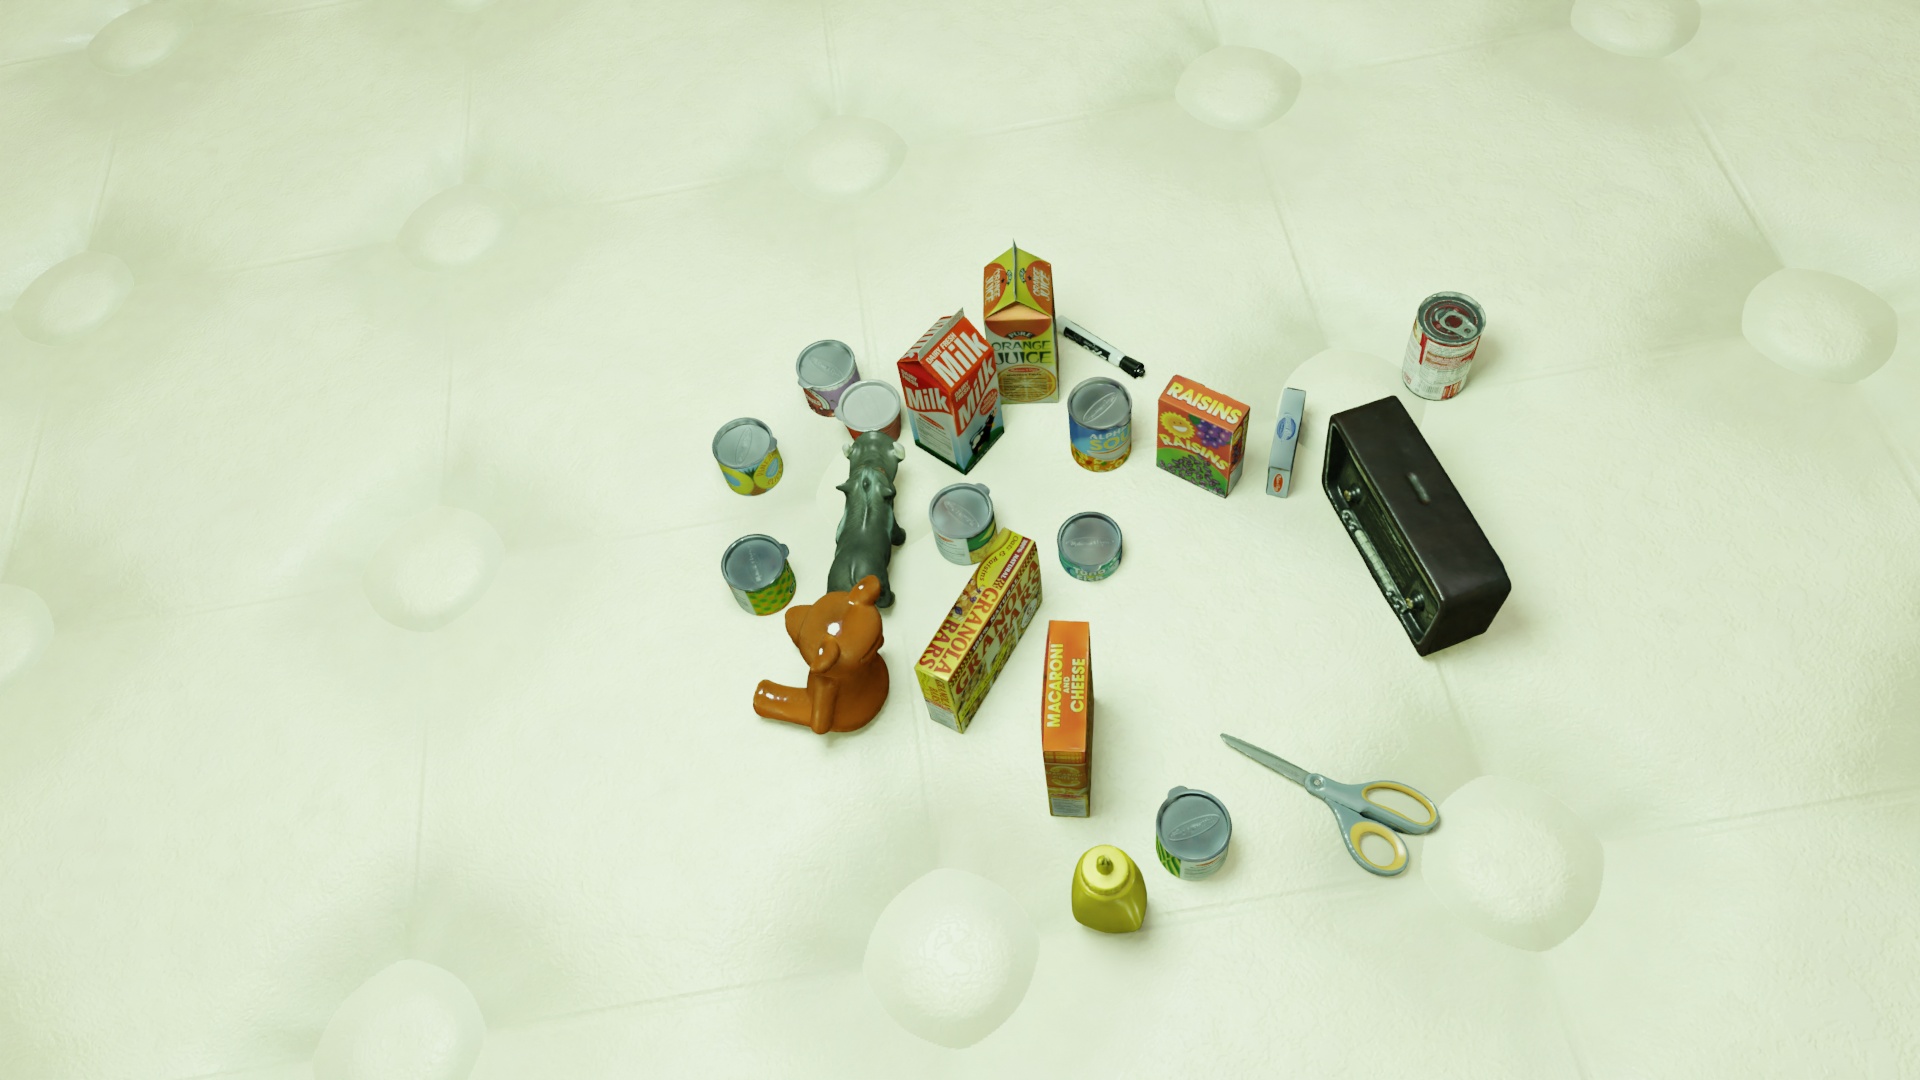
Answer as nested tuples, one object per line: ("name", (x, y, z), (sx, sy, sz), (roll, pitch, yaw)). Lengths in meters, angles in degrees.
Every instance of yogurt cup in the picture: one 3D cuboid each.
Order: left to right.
("yogurt cup", (-0.095, -0.133, 1.505), (0.072, 0.053, 0.073), (-3, 59, 5))

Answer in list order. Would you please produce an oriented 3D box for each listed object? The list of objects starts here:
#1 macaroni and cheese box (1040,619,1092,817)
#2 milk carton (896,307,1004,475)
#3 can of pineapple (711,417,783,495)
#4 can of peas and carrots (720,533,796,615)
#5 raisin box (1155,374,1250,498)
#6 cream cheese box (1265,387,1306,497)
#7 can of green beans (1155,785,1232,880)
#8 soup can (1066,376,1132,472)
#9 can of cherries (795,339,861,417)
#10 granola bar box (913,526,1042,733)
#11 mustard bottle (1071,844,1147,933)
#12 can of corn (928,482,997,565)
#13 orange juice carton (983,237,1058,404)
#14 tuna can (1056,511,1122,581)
("macaroni and cheese box", (0.097, 0.162, 1.242), (0.040, 0.165, 0.124), (1, 60, 8))
("milk carton", (-0.010, -0.158, 1.430), (0.073, 0.189, 0.072), (33, 69, 23))
("can of pineapple", (-0.226, -0.089, 1.493), (0.071, 0.057, 0.071), (-3, 59, 5))
("can of peas and carrots", (-0.203, 0.034, 1.417), (0.071, 0.058, 0.071), (-3, 59, 5))
("raisin box", (0.245, -0.105, 1.407), (0.086, 0.123, 0.040), (28, 67, 21))
("cream cheese box", (0.335, -0.101, 1.434), (0.024, 0.053, 0.104), (11, 62, 13))
("can of green beans", (0.206, 0.262, 1.232), (0.071, 0.057, 0.071), (-3, 59, 5))
("soup can", (0.148, -0.118, 1.449), (0.071, 0.083, 0.071), (-3, 59, 5))
("can of cherries", (-0.146, -0.177, 1.535), (0.071, 0.058, 0.072), (-3, 59, 5))
("granola bar box", (0.022, 0.087, 1.320), (0.039, 0.123, 0.166), (24, 65, 19))
("mustard bottle", (0.124, 0.289, 1.167), (0.065, 0.159, 0.049), (5, 61, 10))
("can of corn", (0.005, -0.018, 1.422), (0.071, 0.058, 0.071), (-3, 59, 5))
("orange juice carton", (0.064, -0.227, 1.461), (0.073, 0.191, 0.072), (-2, 60, 6))
("tuna can", (0.131, 0.009, 1.406), (0.071, 0.032, 0.071), (-3, 59, 5))
